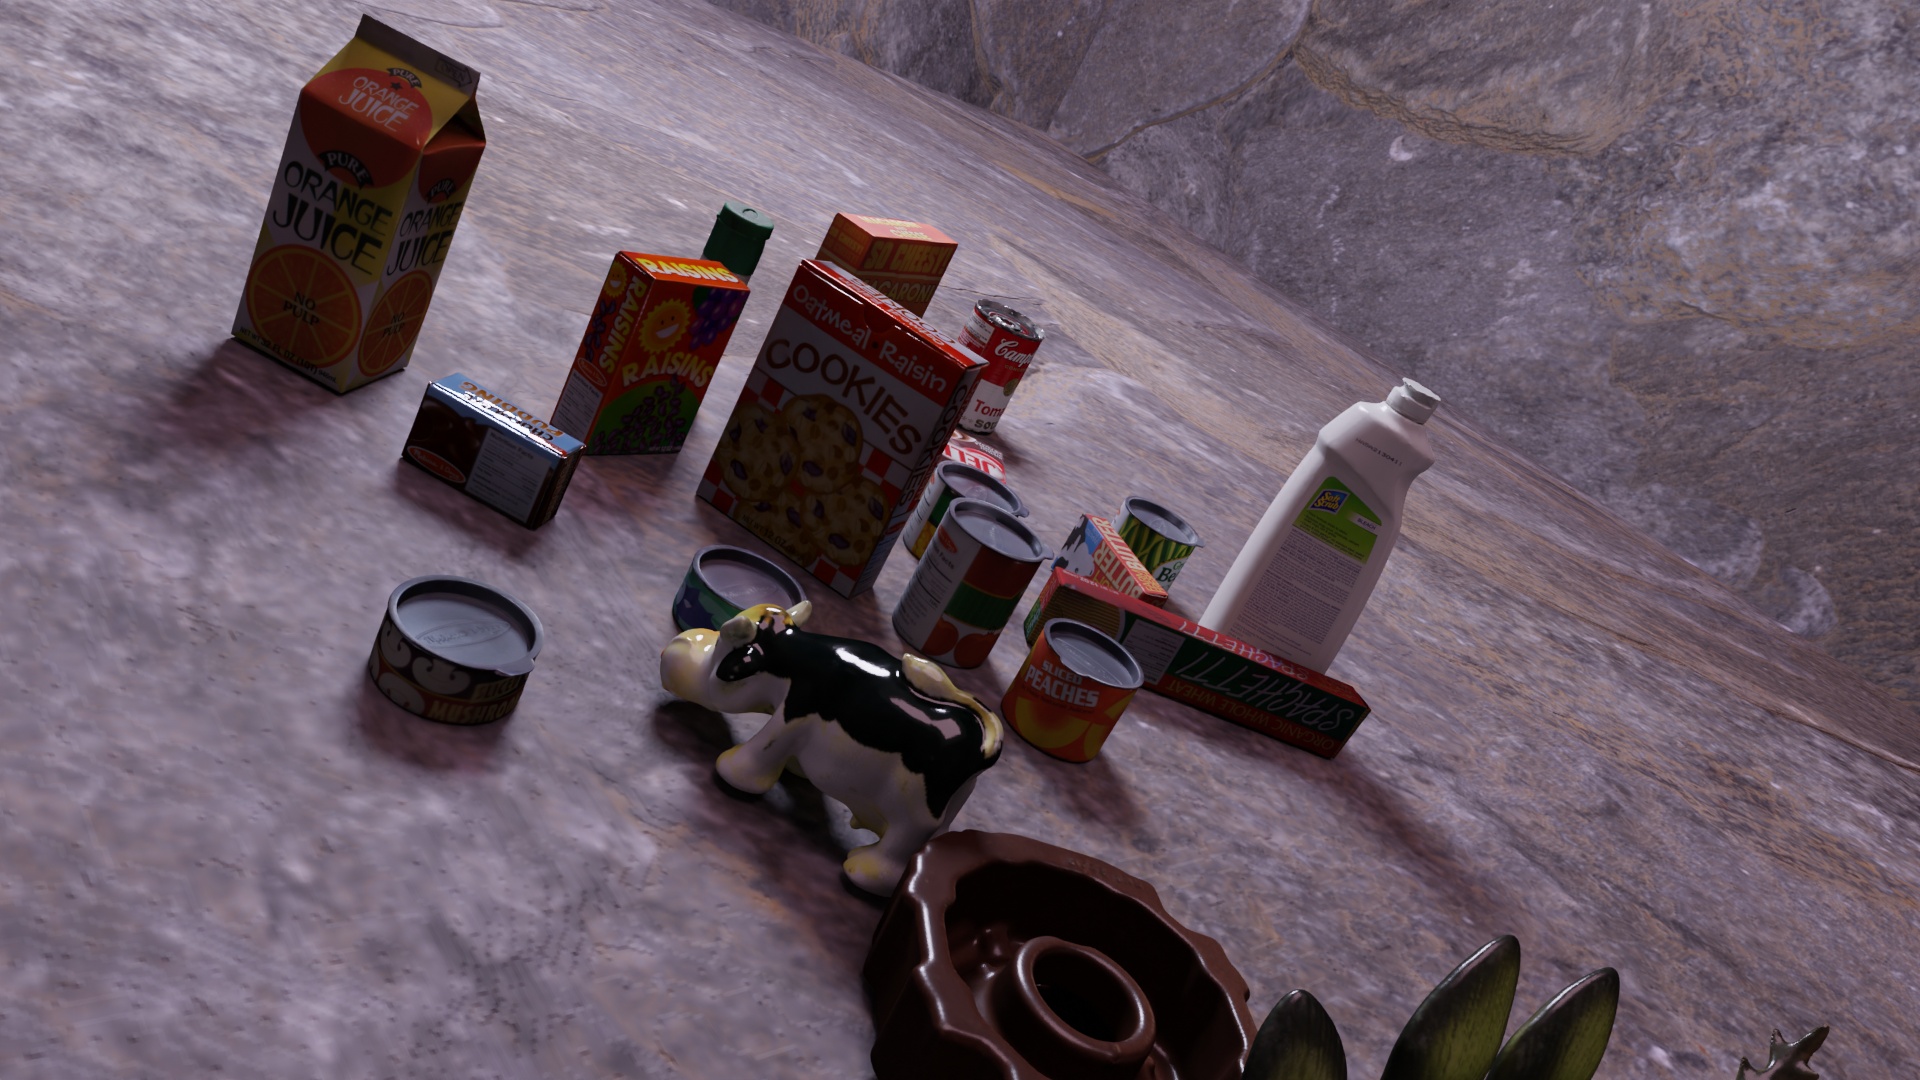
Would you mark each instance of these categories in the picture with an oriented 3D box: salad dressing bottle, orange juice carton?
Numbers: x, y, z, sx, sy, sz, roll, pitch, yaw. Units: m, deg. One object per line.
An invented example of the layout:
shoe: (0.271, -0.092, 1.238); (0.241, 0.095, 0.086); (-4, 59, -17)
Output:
salad dressing bottle: (-0.173, -0.158, 0.952); (0.044, 0.147, 0.064); (25, 22, -10)
orange juice carton: (-0.327, -0.186, 0.770); (0.072, 0.192, 0.073); (28, 22, -1)

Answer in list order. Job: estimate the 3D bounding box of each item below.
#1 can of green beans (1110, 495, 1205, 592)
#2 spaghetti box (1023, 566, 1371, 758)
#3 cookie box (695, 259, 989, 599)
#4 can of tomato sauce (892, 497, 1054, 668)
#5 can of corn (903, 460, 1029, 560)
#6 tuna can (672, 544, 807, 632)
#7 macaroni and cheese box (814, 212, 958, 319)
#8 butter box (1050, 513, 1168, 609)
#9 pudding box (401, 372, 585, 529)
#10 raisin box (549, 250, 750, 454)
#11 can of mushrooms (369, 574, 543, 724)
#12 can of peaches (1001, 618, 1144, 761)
can of green beans: (0.144, 0.007, 1.088); (0.071, 0.057, 0.071); (24, 22, -11)
spaghetti box: (0.163, 0.086, 0.948); (0.250, 0.050, 0.029); (22, 23, -16)
cookie box: (-0.075, -0.068, 0.845); (0.123, 0.166, 0.040); (34, 22, 13)
can of tomato sauce: (0.006, 0.027, 0.848); (0.071, 0.082, 0.071); (24, 22, -11)
can of corn: (0.003, -0.012, 0.962); (0.071, 0.058, 0.071); (24, 22, -11)
tuna can: (-0.117, 0.036, 0.749); (0.071, 0.032, 0.071); (24, 22, -11)
macaroni and cheese box: (-0.081, -0.161, 1.042); (0.040, 0.165, 0.124); (37, 23, 20)
butter box: (0.106, 0.030, 0.999); (0.024, 0.053, 0.104); (14, 26, -33)
pudding box: (-0.252, -0.049, 0.751); (0.084, 0.049, 0.030); (29, 22, 0)
raisin box: (-0.193, -0.115, 0.867); (0.040, 0.123, 0.086); (40, 24, 26)
can of mushrooms: (-0.217, 0.048, 0.603); (0.071, 0.033, 0.071); (24, 22, -11)
can of peaches: (0.064, 0.088, 0.816); (0.071, 0.057, 0.071); (24, 22, -11)
